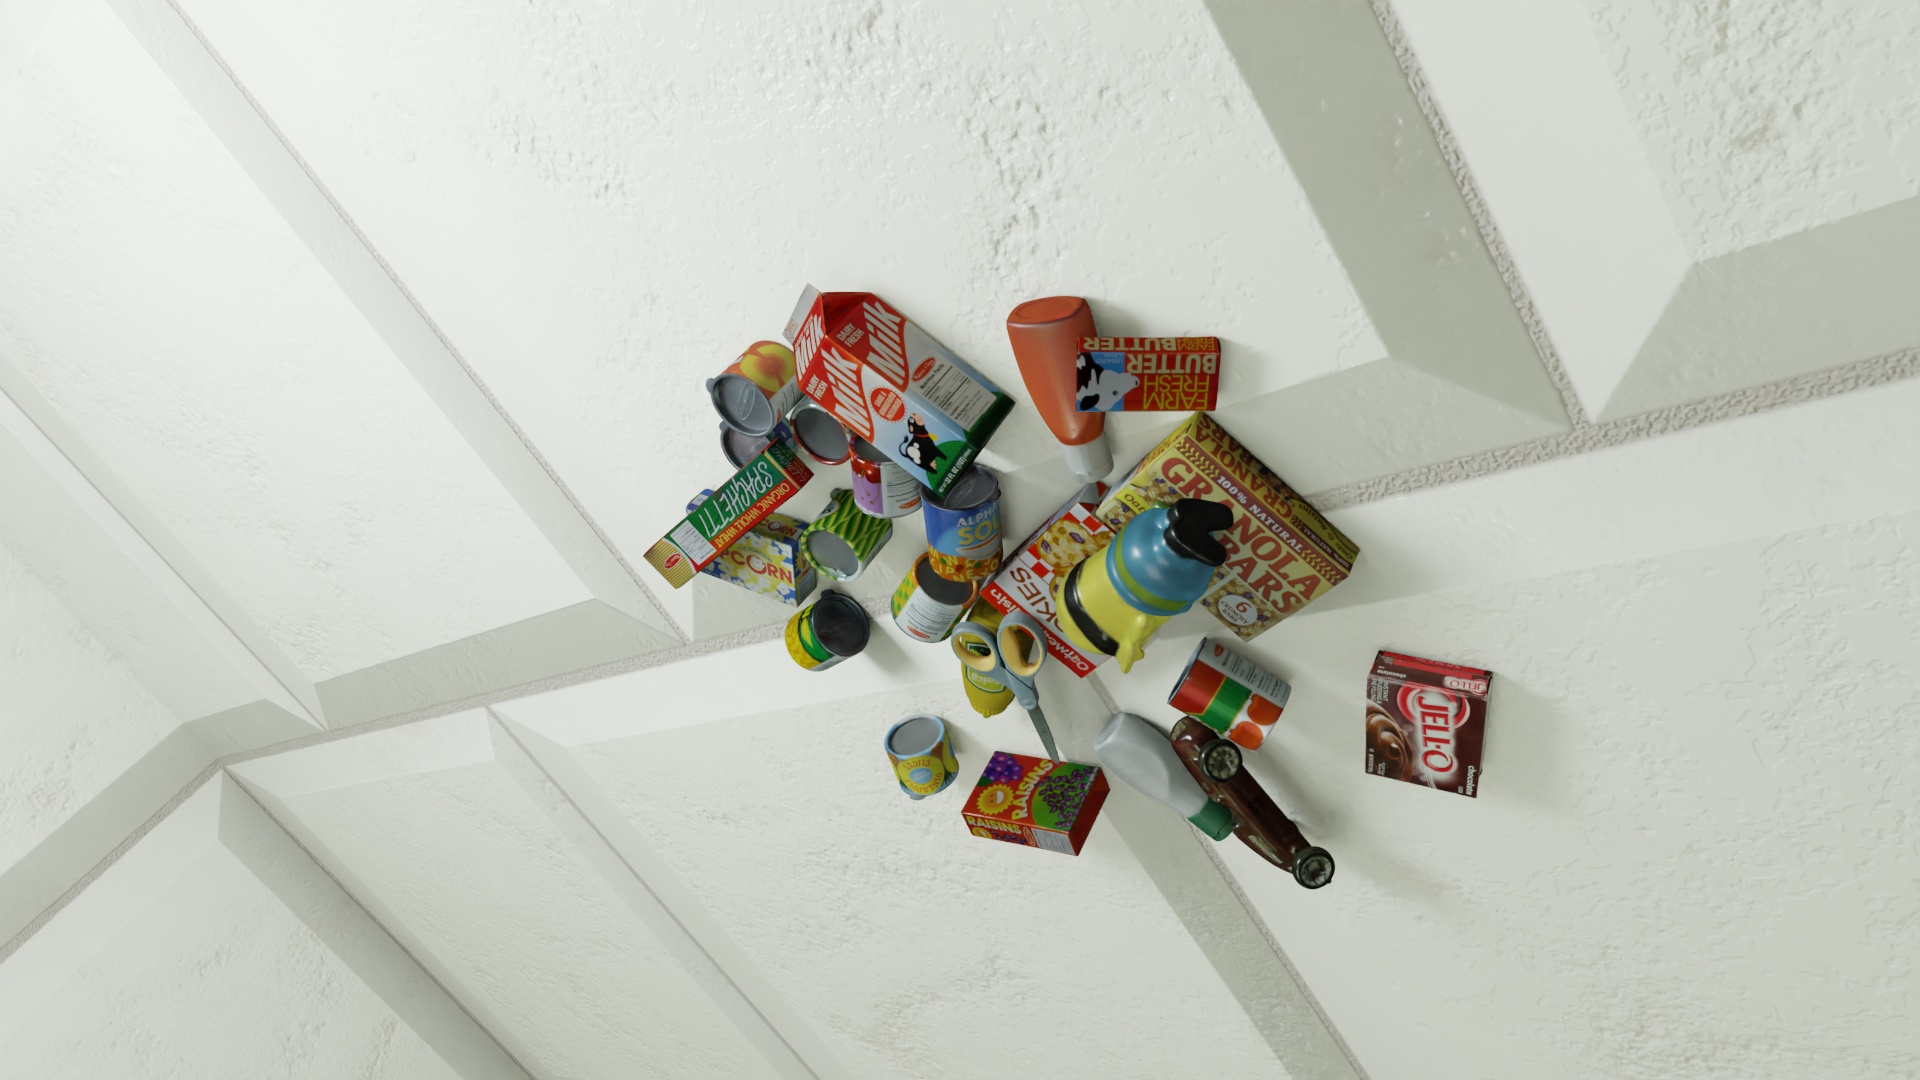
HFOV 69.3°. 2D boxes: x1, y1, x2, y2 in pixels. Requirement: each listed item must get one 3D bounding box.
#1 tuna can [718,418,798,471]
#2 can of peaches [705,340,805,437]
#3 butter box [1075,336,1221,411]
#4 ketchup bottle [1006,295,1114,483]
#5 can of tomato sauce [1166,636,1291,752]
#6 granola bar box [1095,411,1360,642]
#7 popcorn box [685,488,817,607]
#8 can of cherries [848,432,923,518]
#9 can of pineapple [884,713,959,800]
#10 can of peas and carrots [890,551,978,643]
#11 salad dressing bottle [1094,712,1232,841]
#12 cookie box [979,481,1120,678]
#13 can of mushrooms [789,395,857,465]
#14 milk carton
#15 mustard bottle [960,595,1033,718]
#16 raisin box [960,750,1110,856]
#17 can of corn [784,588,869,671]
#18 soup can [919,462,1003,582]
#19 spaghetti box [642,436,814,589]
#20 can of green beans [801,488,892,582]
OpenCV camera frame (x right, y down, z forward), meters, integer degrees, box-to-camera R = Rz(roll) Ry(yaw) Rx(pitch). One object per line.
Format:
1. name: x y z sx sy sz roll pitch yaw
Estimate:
1. tuna can: -0.187 -0.092 1.277 0.071 0.033 0.070 19 136 19
2. can of peaches: -0.177 -0.134 1.213 0.071 0.058 0.070 19 136 20
3. butter box: 0.135 -0.120 1.009 0.103 0.024 0.052 0 129 5
4. ketchup bottle: 0.083 -0.113 1.064 0.064 0.044 0.148 -1 127 27
5. can of tomato sauce: 0.226 0.132 1.172 0.083 0.071 0.070 30 138 7
6. granola bar box: 0.205 -0.007 1.081 0.165 0.039 0.123 40 138 -4
7. popcorn box: -0.208 0.007 1.377 0.127 0.038 0.084 19 134 20
8. can of cherries: -0.063 -0.063 1.195 0.071 0.072 0.058 16 134 22
9. can of pineapple: -0.040 0.223 1.437 0.071 0.071 0.057 5 130 31
10. can of peas and carrots: -0.023 0.049 1.270 0.071 0.071 0.058 35 136 2
11. salad dressing bottle: 0.194 0.222 1.296 0.147 0.044 0.064 40 137 -5
12. cookie box: 0.108 0.037 1.187 0.123 0.040 0.166 40 139 -5
13. can of mushrooms: -0.114 -0.099 1.221 0.071 0.034 0.070 18 135 19
14. milk carton: -0.059 -0.130 1.124 0.190 0.074 0.072 38 139 0
15. mustard bottle: 0.032 0.121 1.309 0.065 0.049 0.159 19 136 15
16. raisin box: 0.074 0.259 1.378 0.123 0.086 0.040 4 134 32
17. can of corn: -0.135 0.090 1.384 0.071 0.071 0.058 47 138 -11
18. soup can: 0.004 -0.015 1.191 0.071 0.072 0.083 15 135 23
19. spaghetti box: -0.223 -0.022 1.311 0.050 0.029 0.249 47 136 -10
20. can of green beans: -0.105 -0.004 1.283 0.071 0.058 0.071 19 135 20
